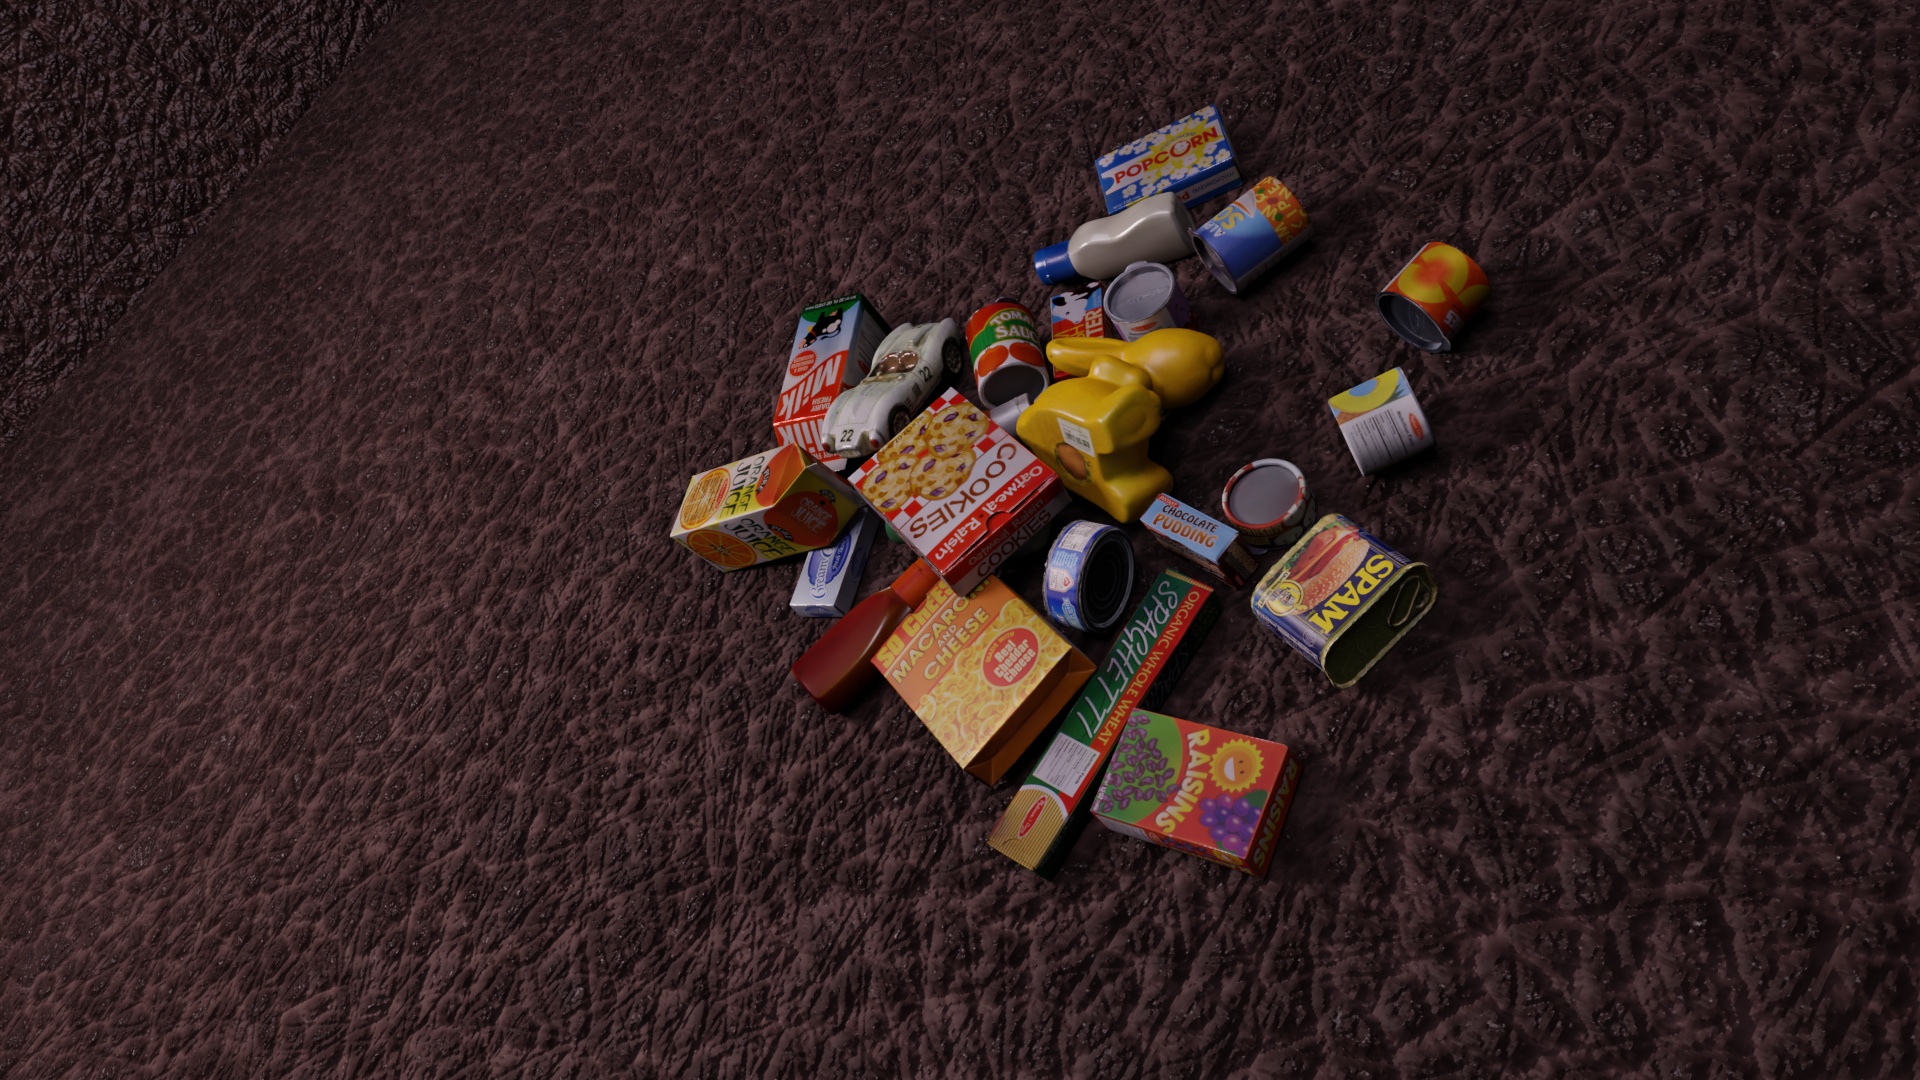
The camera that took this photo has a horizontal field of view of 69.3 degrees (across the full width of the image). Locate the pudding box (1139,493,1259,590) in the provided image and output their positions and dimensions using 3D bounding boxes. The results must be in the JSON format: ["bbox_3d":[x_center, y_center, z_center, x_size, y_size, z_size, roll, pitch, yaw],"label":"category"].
[{"bbox_3d":[0.184,0.000,1.069,0.030,0.049,0.084,-51,47,-7],"label":"pudding box"}]

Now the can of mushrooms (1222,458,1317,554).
[{"bbox_3d":[0.236,-0.026,1.067,0.071,0.033,0.071,-16,51,21],"label":"can of mushrooms"}]

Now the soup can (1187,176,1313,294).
[{"bbox_3d":[0.251,-0.267,1.206,0.084,0.071,0.071,-37,46,3],"label":"soup can"}]

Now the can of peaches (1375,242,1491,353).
[{"bbox_3d":[0.369,-0.187,1.077,0.058,0.071,0.071,-47,46,-6],"label":"can of peaches"}]

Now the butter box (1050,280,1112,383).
[{"bbox_3d":[0.111,-0.187,1.269,0.053,0.024,0.104,-17,50,23],"label":"butter box"}]

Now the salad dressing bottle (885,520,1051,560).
[{"bbox_3d":[0.004,-0.015,1.199,0.147,0.044,0.064,1,70,33],"label":"salad dressing bottle"}]

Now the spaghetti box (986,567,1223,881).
[{"bbox_3d":[0.110,0.134,1.034,0.050,0.028,0.250,24,73,41],"label":"spaghetti box"}]

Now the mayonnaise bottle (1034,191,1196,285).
[{"bbox_3d":[0.141,-0.274,1.289,0.148,0.064,0.041,-12,54,30],"label":"mayonnaise bottle"}]

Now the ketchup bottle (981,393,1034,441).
[{"bbox_3d":[0.002,-0.084,1.250,0.148,0.043,0.065,-26,39,14],"label":"ketchup bottle"}]

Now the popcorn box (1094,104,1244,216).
[{"bbox_3d":[0.199,-0.352,1.323,0.126,0.038,0.085,-22,50,18],"label":"popcorn box"}]

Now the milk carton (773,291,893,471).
[{"bbox_3d":[-0.124,-0.142,1.353,0.072,0.073,0.191,-9,54,27],"label":"milk carton"}]

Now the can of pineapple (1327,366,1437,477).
[{"bbox_3d":[0.315,-0.089,1.040,0.058,0.071,0.071,-25,48,16],"label":"can of pineapple"}]

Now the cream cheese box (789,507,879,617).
[{"bbox_3d":[-0.114,0.020,1.263,0.053,0.024,0.104,-3,57,33],"label":"cream cheese box"}]

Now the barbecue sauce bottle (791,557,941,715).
[{"bbox_3d":[-0.074,0.078,1.182,0.148,0.043,0.065,-44,39,-4],"label":"barbecue sauce bottle"}]

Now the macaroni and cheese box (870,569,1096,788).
[{"bbox_3d":[0.014,0.096,1.096,0.123,0.040,0.167,-48,39,0],"label":"macaroni and cheese box"}]

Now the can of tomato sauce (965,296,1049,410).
[{"bbox_3d":[0.044,-0.168,1.268,0.071,0.071,0.083,-24,49,16],"label":"can of tomato sauce"}]

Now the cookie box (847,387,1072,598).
[{"bbox_3d":[-0.004,-0.044,1.161,0.123,0.040,0.168,-41,45,-4],"label":"cookie box"}]

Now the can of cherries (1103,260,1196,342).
[{"bbox_3d":[0.168,-0.202,1.220,0.071,0.058,0.072,-18,51,23],"label":"can of cherries"}]

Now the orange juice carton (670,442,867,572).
[{"bbox_3d":[-0.173,-0.033,1.280,0.192,0.071,0.073,-14,51,40],"label":"orange juice carton"}]

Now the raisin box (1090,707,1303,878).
[{"bbox_3d":[0.164,0.173,0.964,0.123,0.040,0.086,9,63,38],"label":"raisin box"}]
